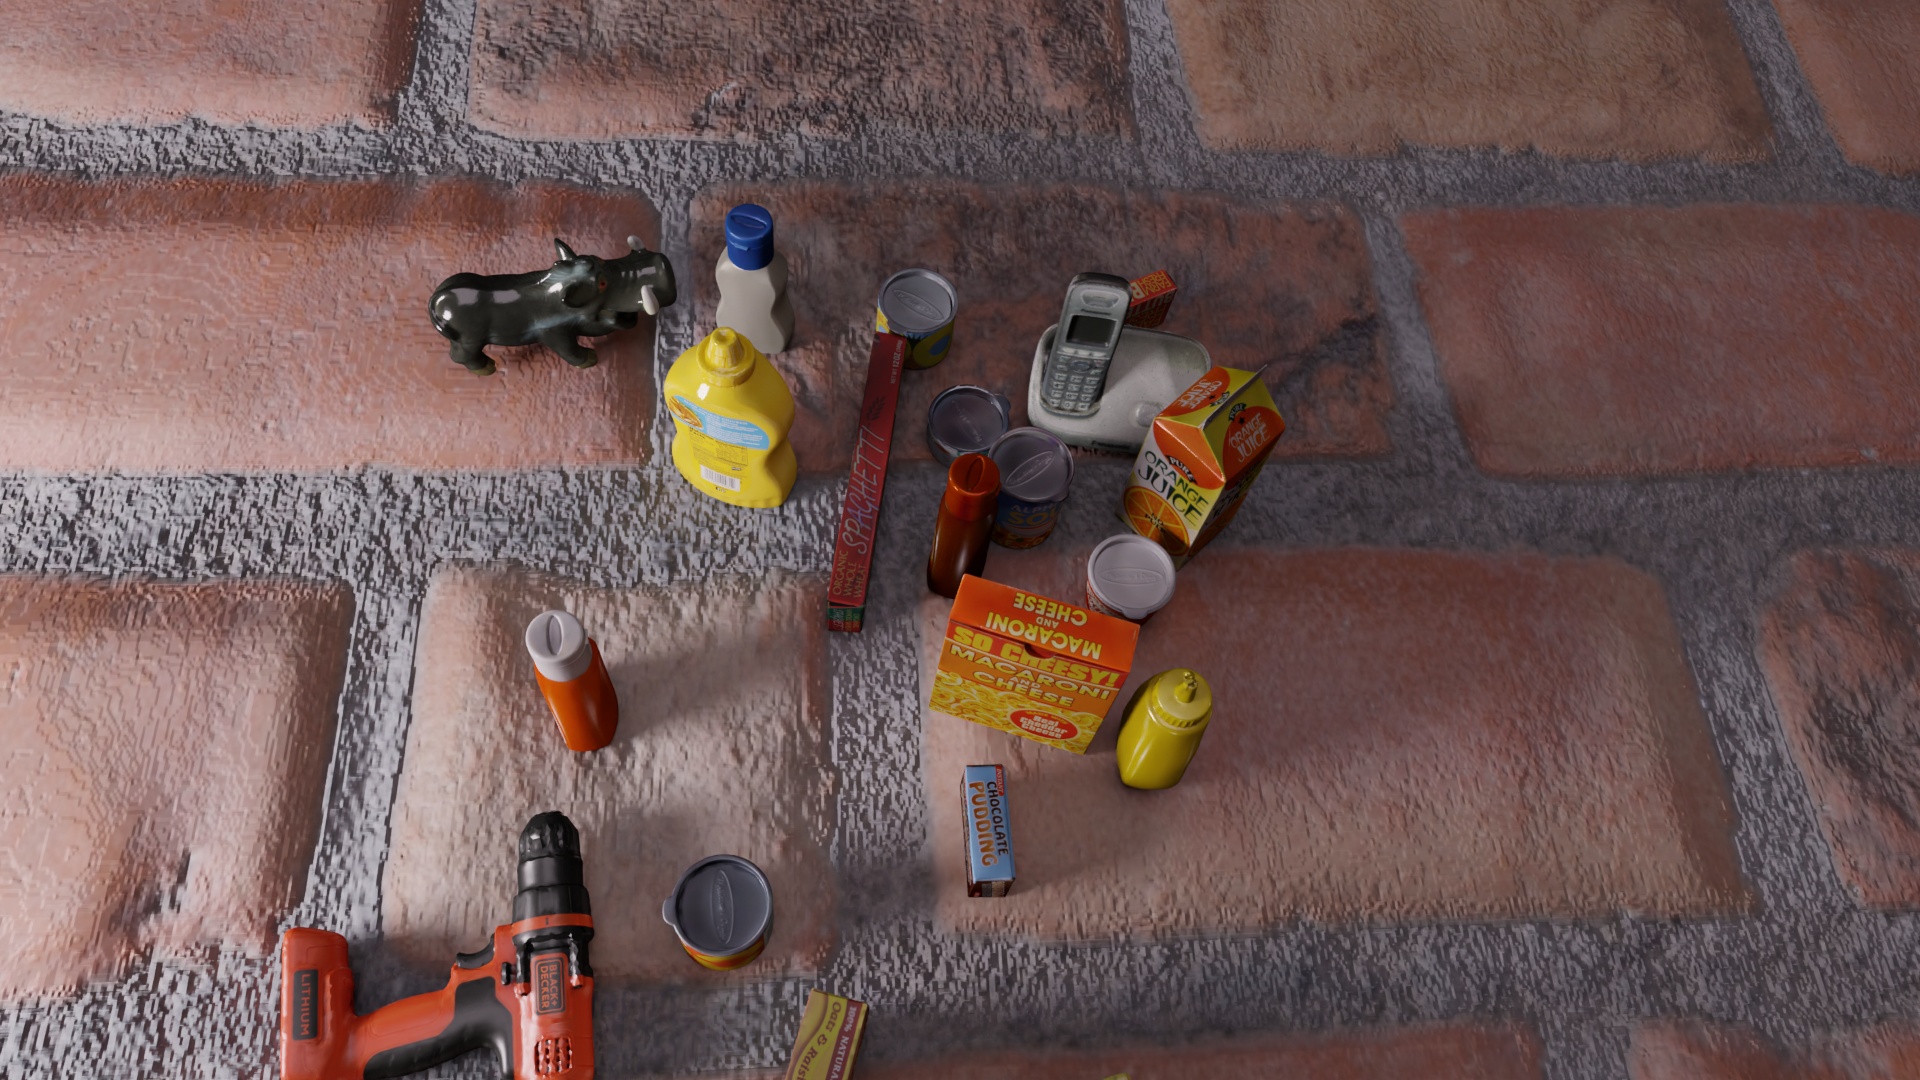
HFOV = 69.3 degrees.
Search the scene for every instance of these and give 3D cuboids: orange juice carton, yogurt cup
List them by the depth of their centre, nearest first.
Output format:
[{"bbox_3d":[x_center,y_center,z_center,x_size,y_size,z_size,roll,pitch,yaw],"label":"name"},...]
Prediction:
[{"bbox_3d":[0.183,-0.061,1.051,0.072,0.191,0.073,-40,73,-22],"label":"orange juice carton"},{"bbox_3d":[0.128,0.036,1.073,0.072,0.053,0.072,3,63,-5],"label":"yogurt cup"}]

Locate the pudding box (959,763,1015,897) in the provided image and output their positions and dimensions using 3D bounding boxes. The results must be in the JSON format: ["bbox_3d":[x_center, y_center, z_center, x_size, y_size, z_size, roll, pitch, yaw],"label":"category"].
[{"bbox_3d":[0.018,0.204,0.976,0.030,0.049,0.084,-1,63,-7],"label":"pudding box"}]

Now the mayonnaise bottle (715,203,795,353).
[{"bbox_3d":[-0.166,-0.208,1.113,0.065,0.147,0.041,16,63,2],"label":"mayonnaise bottle"}]

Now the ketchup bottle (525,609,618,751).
[{"bbox_3d":[-0.264,0.092,0.947,0.043,0.148,0.065,-8,64,-10],"label":"ketchup bottle"}]

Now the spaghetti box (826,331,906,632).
[{"bbox_3d":[-0.073,-0.049,1.096,0.029,0.050,0.251,8,62,-2],"label":"spaghetti box"}]

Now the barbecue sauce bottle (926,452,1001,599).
[{"bbox_3d":[0.004,-0.013,1.031,0.044,0.147,0.065,19,63,4],"label":"barbecue sauce bottle"}]

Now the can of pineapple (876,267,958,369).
[{"bbox_3d":[-0.039,-0.185,1.166,0.071,0.057,0.071,3,63,-5],"label":"can of pineapple"}]

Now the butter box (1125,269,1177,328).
[{"bbox_3d":[0.133,-0.193,1.192,0.104,0.053,0.024,-24,68,-17],"label":"butter box"}]

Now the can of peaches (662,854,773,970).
[{"bbox_3d":[-0.160,0.249,0.928,0.071,0.057,0.071,3,63,-5],"label":"can of peaches"}]

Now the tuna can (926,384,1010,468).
[{"bbox_3d":[0.007,-0.093,1.138,0.071,0.032,0.071,3,63,-5],"label":"tuna can"}]

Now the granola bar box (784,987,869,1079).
[{"bbox_3d":[-0.096,0.366,0.838,0.039,0.123,0.166,15,62,1],"label":"granola bar box"}]

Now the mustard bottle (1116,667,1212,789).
[{"bbox_3d":[0.145,0.126,0.968,0.049,0.159,0.065,5,63,-4],"label":"mustard bottle"}]

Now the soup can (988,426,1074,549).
[{"bbox_3d":[0.051,-0.038,1.085,0.071,0.083,0.071,3,63,-5],"label":"soup can"}]

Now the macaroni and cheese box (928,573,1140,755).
[{"bbox_3d":[0.047,0.091,0.972,0.124,0.165,0.040,16,63,2],"label":"macaroni and cheese box"}]
